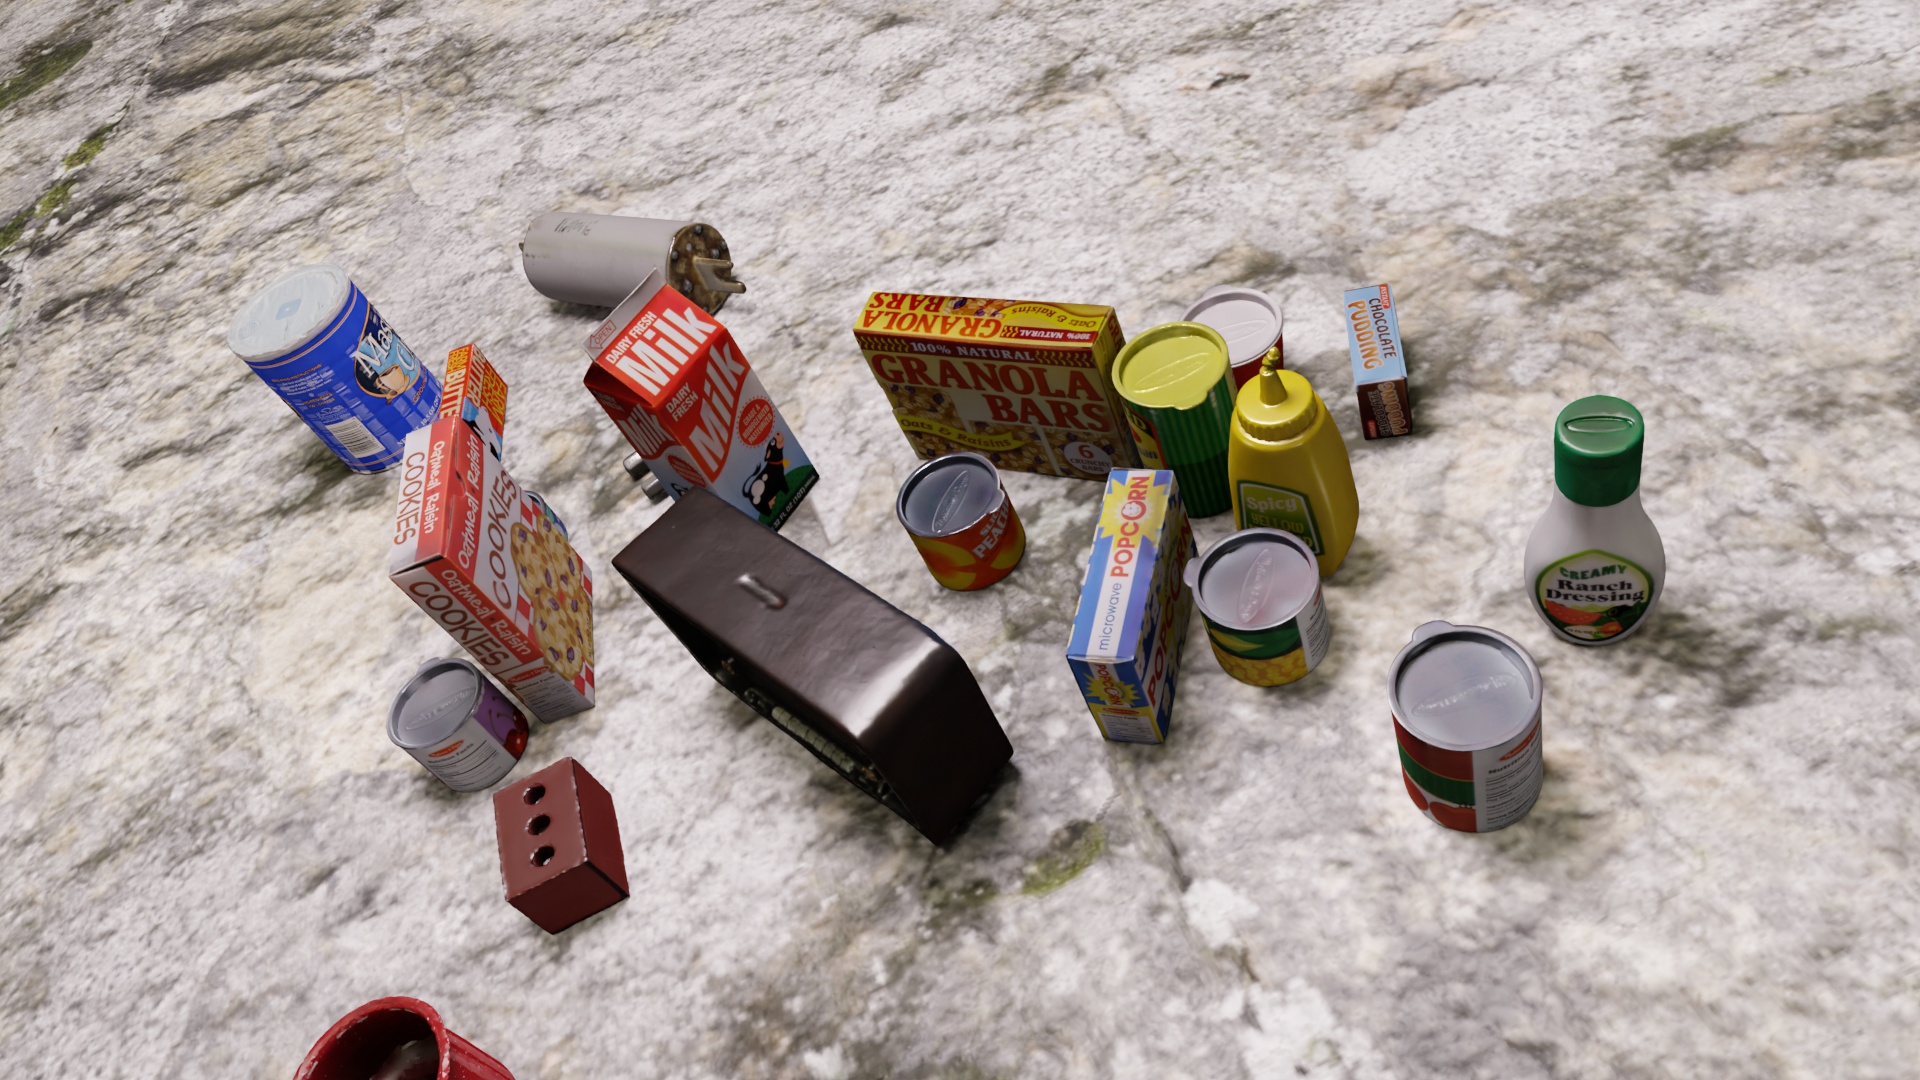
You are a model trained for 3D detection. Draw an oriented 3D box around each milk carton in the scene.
[{"bbox_3d":[-0.173,-0.084,0.898,0.073,0.189,0.072,20,62,34],"label":"milk carton"}]

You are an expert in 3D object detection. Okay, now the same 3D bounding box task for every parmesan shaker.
[{"bbox_3d":[0.134,-0.067,0.813,0.071,0.102,0.072,-12,49,14],"label":"parmesan shaker"}]

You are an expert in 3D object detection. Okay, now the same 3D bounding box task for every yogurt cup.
[{"bbox_3d":[0.172,-0.116,0.872,0.072,0.053,0.073,-12,49,14],"label":"yogurt cup"}]

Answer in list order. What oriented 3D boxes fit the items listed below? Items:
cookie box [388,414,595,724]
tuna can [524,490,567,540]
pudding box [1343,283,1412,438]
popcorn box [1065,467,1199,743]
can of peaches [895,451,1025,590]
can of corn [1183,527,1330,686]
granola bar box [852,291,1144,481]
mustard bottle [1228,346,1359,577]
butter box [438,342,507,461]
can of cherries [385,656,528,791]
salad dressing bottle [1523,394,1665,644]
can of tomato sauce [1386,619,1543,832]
[{"bbox_3d":[-0.289,0.020,0.877,0.040,0.166,0.123,-21,47,6],"label":"cookie box"},{"bbox_3d":[-0.317,0.000,0.997,0.071,0.032,0.071,-12,49,14],"label":"tuna can"},{"bbox_3d":[0.251,-0.108,0.835,0.030,0.049,0.084,-8,50,17],"label":"pudding box"},{"bbox_3d":[0.096,0.035,0.757,0.038,0.085,0.127,0,53,24],"label":"popcorn box"},{"bbox_3d":[0.003,-0.011,0.853,0.071,0.057,0.071,-12,49,14],"label":"can of peaches"},{"bbox_3d":[0.160,0.036,0.747,0.071,0.058,0.071,-12,49,14],"label":"can of corn"},{"bbox_3d":[0.028,-0.095,0.867,0.165,0.123,0.039,9,57,29],"label":"granola bar box"},{"bbox_3d":[0.172,-0.043,0.738,0.065,0.159,0.049,13,59,31],"label":"mustard bottle"},{"bbox_3d":[-0.385,-0.104,1.098,0.024,0.053,0.104,-19,47,8],"label":"butter box"},{"bbox_3d":[-0.318,0.116,0.883,0.071,0.058,0.072,-12,49,14],"label":"can of cherries"},{"bbox_3d":[0.302,-0.007,0.662,0.064,0.147,0.044,1,53,24],"label":"salad dressing bottle"},{"bbox_3d":[0.237,0.088,0.654,0.071,0.082,0.071,-12,49,14],"label":"can of tomato sauce"}]
